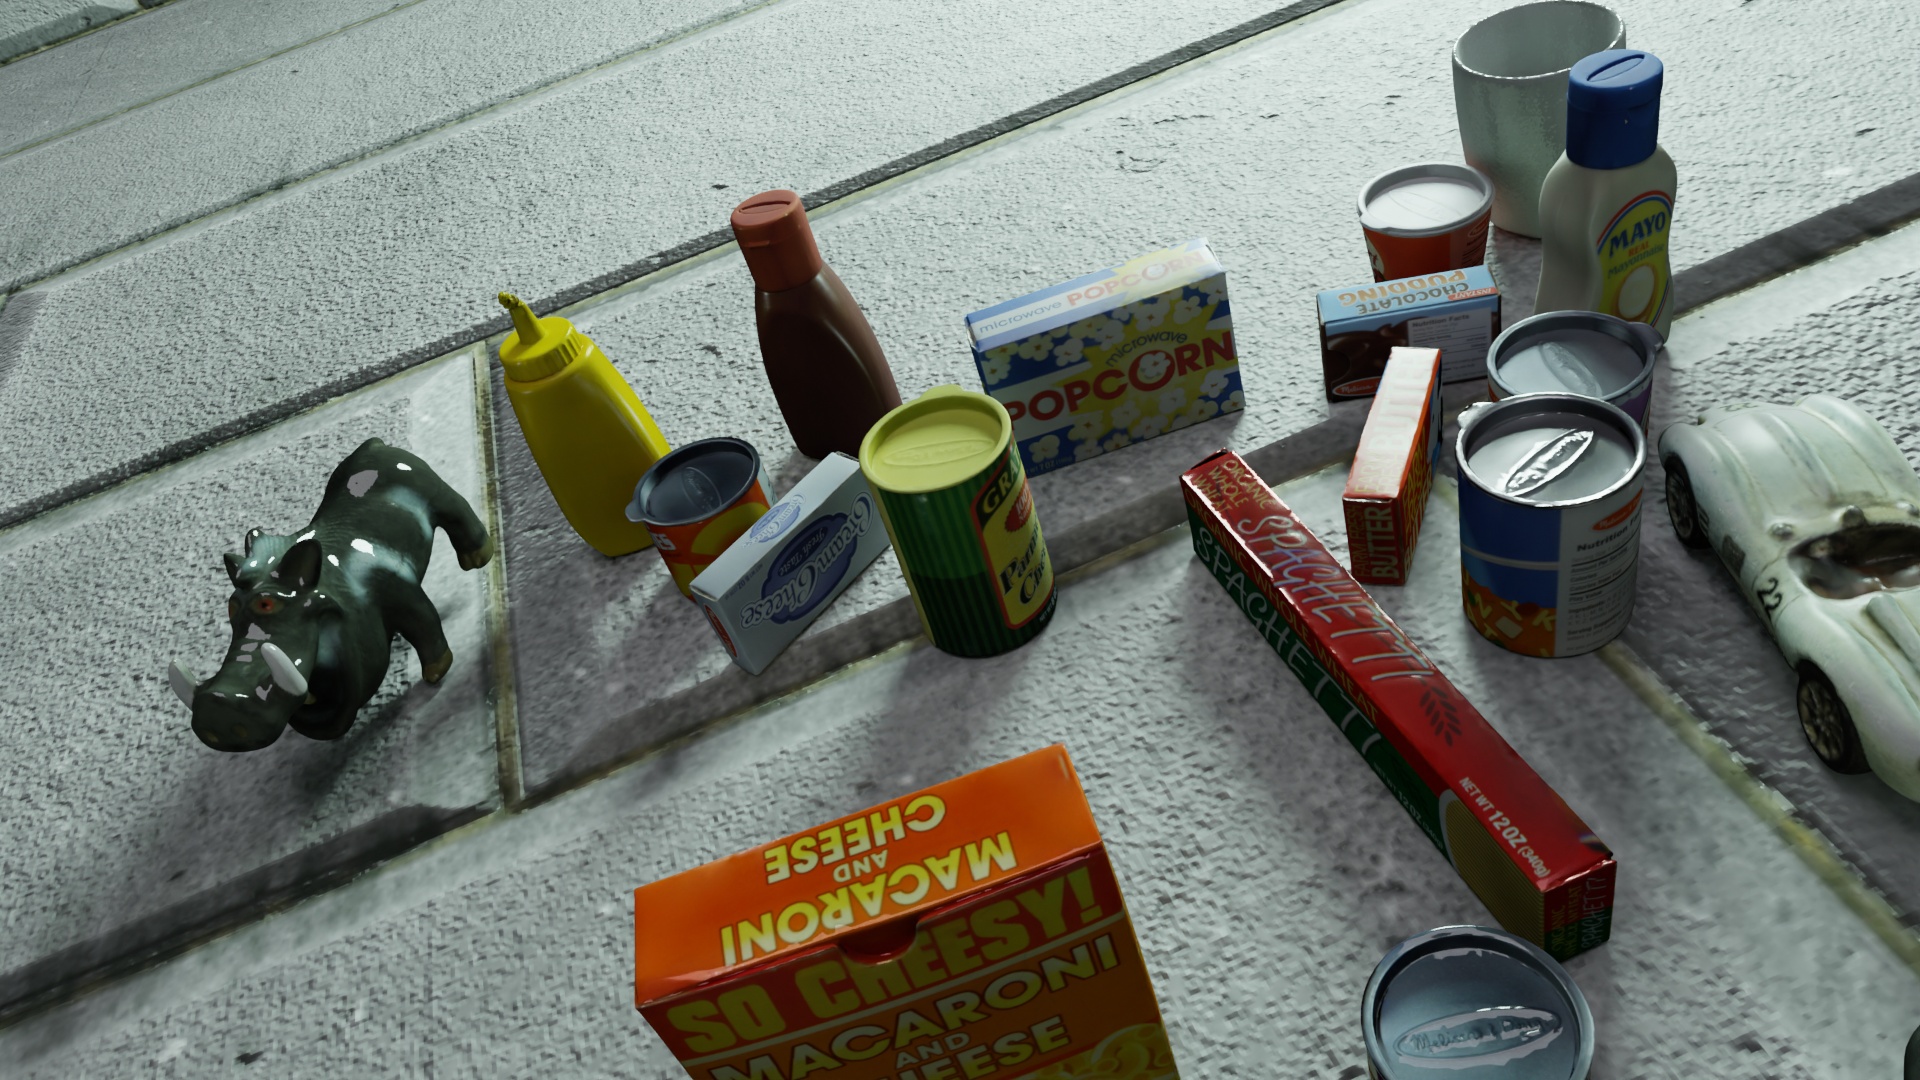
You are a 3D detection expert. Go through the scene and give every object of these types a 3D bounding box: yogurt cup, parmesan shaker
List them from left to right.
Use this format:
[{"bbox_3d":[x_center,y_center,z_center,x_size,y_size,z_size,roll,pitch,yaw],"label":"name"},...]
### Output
[{"bbox_3d":[0.002,-0.008,0.616,0.071,0.102,0.072,-11,41,10],"label":"parmesan shaker"},{"bbox_3d":[0.245,-0.159,0.729,0.072,0.053,0.073,-11,41,10],"label":"yogurt cup"}]

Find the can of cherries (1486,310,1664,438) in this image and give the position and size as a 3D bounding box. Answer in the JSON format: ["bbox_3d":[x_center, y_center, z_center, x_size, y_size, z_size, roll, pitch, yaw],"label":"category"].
[{"bbox_3d":[0.267,-0.058,0.605,0.071,0.058,0.072,-11,41,10],"label":"can of cherries"}]

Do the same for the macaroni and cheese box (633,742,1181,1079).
[{"bbox_3d":[-0.004,0.143,0.403,0.124,0.165,0.040,-19,40,0],"label":"macaroni and cheese box"}]

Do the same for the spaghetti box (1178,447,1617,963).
[{"bbox_3d":[0.154,0.050,0.534,0.029,0.050,0.251,-24,41,-6],"label":"spaghetti box"}]

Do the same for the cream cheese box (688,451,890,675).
[{"bbox_3d":[-0.079,0.010,0.666,0.024,0.053,0.104,20,54,37],"label":"cream cheese box"}]

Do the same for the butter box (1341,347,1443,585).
[{"bbox_3d":[0.192,-0.034,0.611,0.024,0.053,0.104,6,46,27],"label":"butter box"}]

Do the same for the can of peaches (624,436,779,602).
[{"bbox_3d":[-0.125,-0.009,0.701,0.071,0.057,0.071,-11,41,10],"label":"can of peaches"}]

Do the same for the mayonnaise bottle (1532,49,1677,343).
[{"bbox_3d":[0.289,-0.142,0.621,0.065,0.147,0.041,-27,41,-8],"label":"mayonnaise bottle"}]

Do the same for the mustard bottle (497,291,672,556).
[{"bbox_3d":[-0.194,-0.064,0.710,0.065,0.159,0.049,-24,41,-5],"label":"mustard bottle"}]

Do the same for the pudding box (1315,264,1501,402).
[{"bbox_3d":[0.218,-0.101,0.678,0.084,0.049,0.030,-9,42,12],"label":"pudding box"}]

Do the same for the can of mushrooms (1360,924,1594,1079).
[{"bbox_3d":[0.159,0.158,0.426,0.071,0.033,0.071,-11,41,10],"label":"can of mushrooms"}]

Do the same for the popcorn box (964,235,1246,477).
[{"bbox_3d":[0.073,-0.090,0.694,0.127,0.084,0.038,-18,40,1],"label":"popcorn box"}]

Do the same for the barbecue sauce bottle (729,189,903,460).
[{"bbox_3d":[-0.078,-0.109,0.725,0.065,0.147,0.044,-2,43,19],"label":"barbecue sauce bottle"}]

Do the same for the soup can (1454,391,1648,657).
[{"bbox_3d":[0.228,-0.007,0.544,0.071,0.083,0.072,-11,41,10],"label":"soup can"}]
